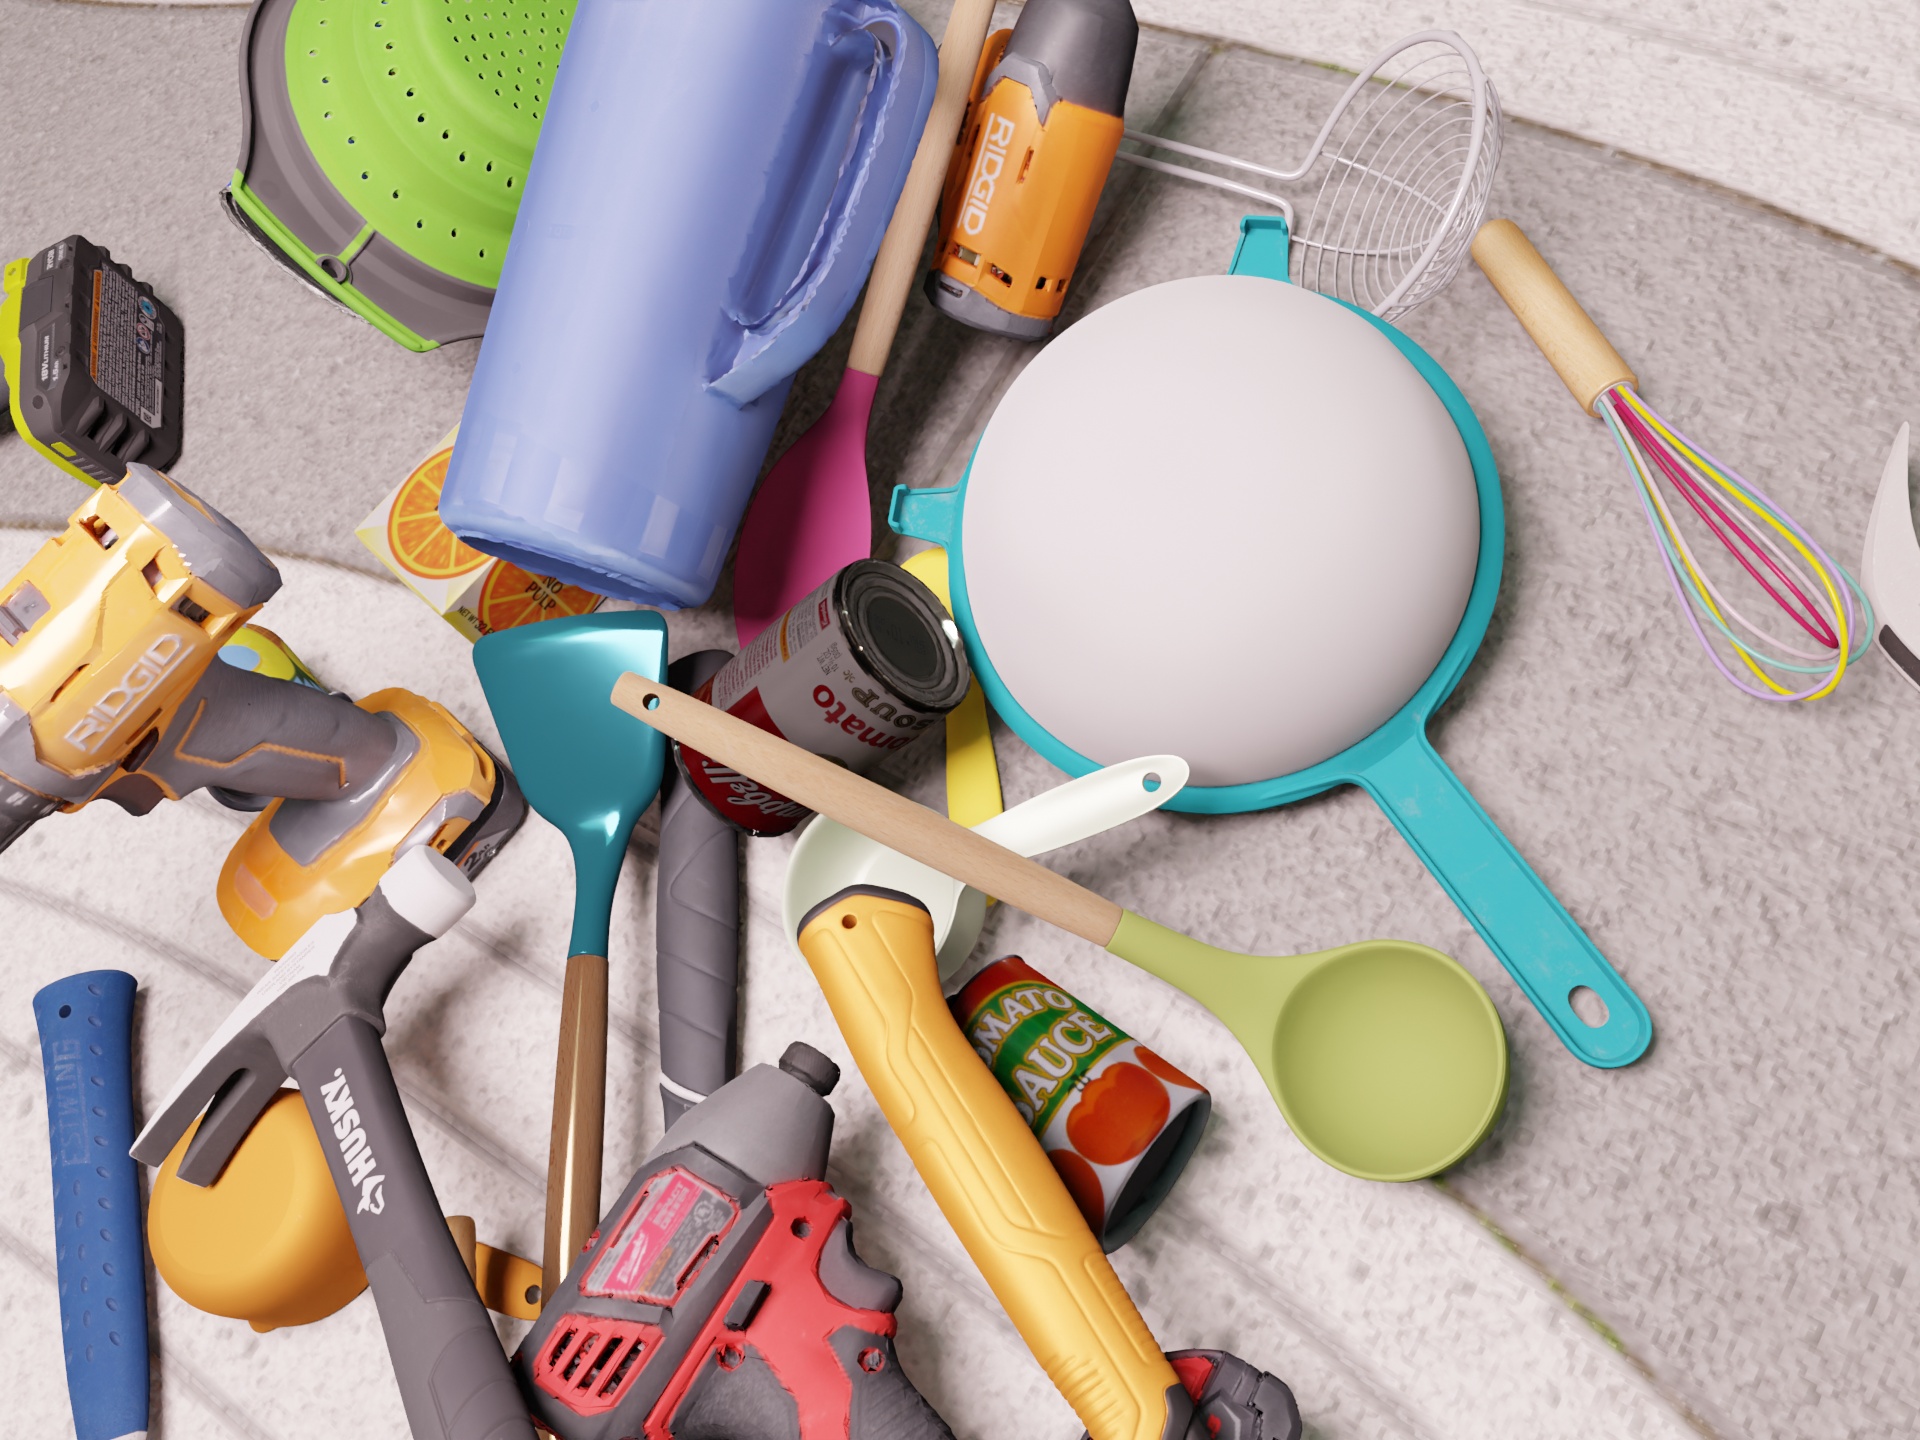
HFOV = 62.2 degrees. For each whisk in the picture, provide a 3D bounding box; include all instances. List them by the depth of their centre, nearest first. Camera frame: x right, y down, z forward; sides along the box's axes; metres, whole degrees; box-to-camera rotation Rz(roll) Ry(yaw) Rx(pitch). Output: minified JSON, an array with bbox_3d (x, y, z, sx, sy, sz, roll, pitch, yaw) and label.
[{"bbox_3d":[0.259,-0.109,0.597,0.051,0.047,0.245,-28,57,12],"label":"whisk"}]

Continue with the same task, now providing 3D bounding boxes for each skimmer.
[{"bbox_3d":[0.064,-0.263,0.703,0.363,0.090,0.127,26,104,28],"label":"skimmer"}]

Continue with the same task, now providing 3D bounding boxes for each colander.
[{"bbox_3d":[-0.180,-0.350,0.772,0.094,0.204,0.397,-21,34,49],"label":"colander"}]

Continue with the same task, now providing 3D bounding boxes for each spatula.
[{"bbox_3d":[-0.143,0.109,0.580,0.082,0.044,0.318,-8,63,8],"label":"spatula"}]

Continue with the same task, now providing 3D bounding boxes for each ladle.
[{"bbox_3d":[0.028,0.057,0.523,0.320,0.062,0.078,26,82,2],"label":"ladle"}]

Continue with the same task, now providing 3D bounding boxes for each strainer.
[{"bbox_3d":[0.119,-0.028,0.547,0.211,0.095,0.341,-37,69,6],"label":"strainer"}]

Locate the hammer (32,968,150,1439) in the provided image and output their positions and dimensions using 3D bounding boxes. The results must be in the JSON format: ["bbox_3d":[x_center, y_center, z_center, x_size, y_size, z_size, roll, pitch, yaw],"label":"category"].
[{"bbox_3d":[-0.323,0.285,0.597,0.144,0.035,0.406,-24,61,5],"label":"hammer"}]

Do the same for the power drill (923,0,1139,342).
[{"bbox_3d":[-0.021,-0.287,0.708,0.227,0.084,0.164,36,120,30],"label":"power drill"}]

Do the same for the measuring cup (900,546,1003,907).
[{"bbox_3d":[-0.001,-0.002,0.634,0.062,0.029,0.157,-13,61,11],"label":"measuring cup"}]

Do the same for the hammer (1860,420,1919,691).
[{"bbox_3d":[0.456,-0.116,0.545,0.331,0.031,0.130,-36,61,-2],"label":"hammer"}]

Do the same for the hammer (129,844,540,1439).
[{"bbox_3d":[-0.170,0.178,0.489,0.146,0.035,0.335,-44,43,-3],"label":"hammer"}]

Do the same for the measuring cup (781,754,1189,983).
[{"bbox_3d":[0.012,0.050,0.582,0.167,0.038,0.083,-24,68,20],"label":"measuring cup"}]

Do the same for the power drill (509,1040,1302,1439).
[{"bbox_3d":[-0.016,0.201,0.491,0.220,0.078,0.143,25,63,17],"label":"power drill"}]

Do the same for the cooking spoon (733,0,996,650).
[{"bbox_3d":[-0.032,-0.168,0.655,0.069,0.017,0.319,24,103,27],"label":"cooking spoon"}]

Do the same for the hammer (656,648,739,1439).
[{"bbox_3d":[-0.093,0.156,0.587,0.149,0.036,0.409,-11,63,11],"label":"hammer"}]

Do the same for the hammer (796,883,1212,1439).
[{"bbox_3d":[0.035,0.184,0.434,0.127,0.034,0.337,-27,59,-12],"label":"hammer"}]

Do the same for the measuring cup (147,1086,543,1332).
[{"bbox_3d":[-0.230,0.193,0.601,0.174,0.052,0.095,10,69,23],"label":"measuring cup"}]

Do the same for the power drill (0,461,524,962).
[{"bbox_3d":[-0.289,0.032,0.596,0.084,0.226,0.185,36,80,28],"label":"power drill"}]

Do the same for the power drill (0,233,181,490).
[{"bbox_3d":[-0.537,-0.145,0.844,0.228,0.080,0.191,-20,61,10],"label":"power drill"}]

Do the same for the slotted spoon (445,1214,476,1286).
[{"bbox_3d":[-0.171,0.323,0.515,0.031,0.070,0.314,7,61,-25],"label":"slotted spoon"}]
